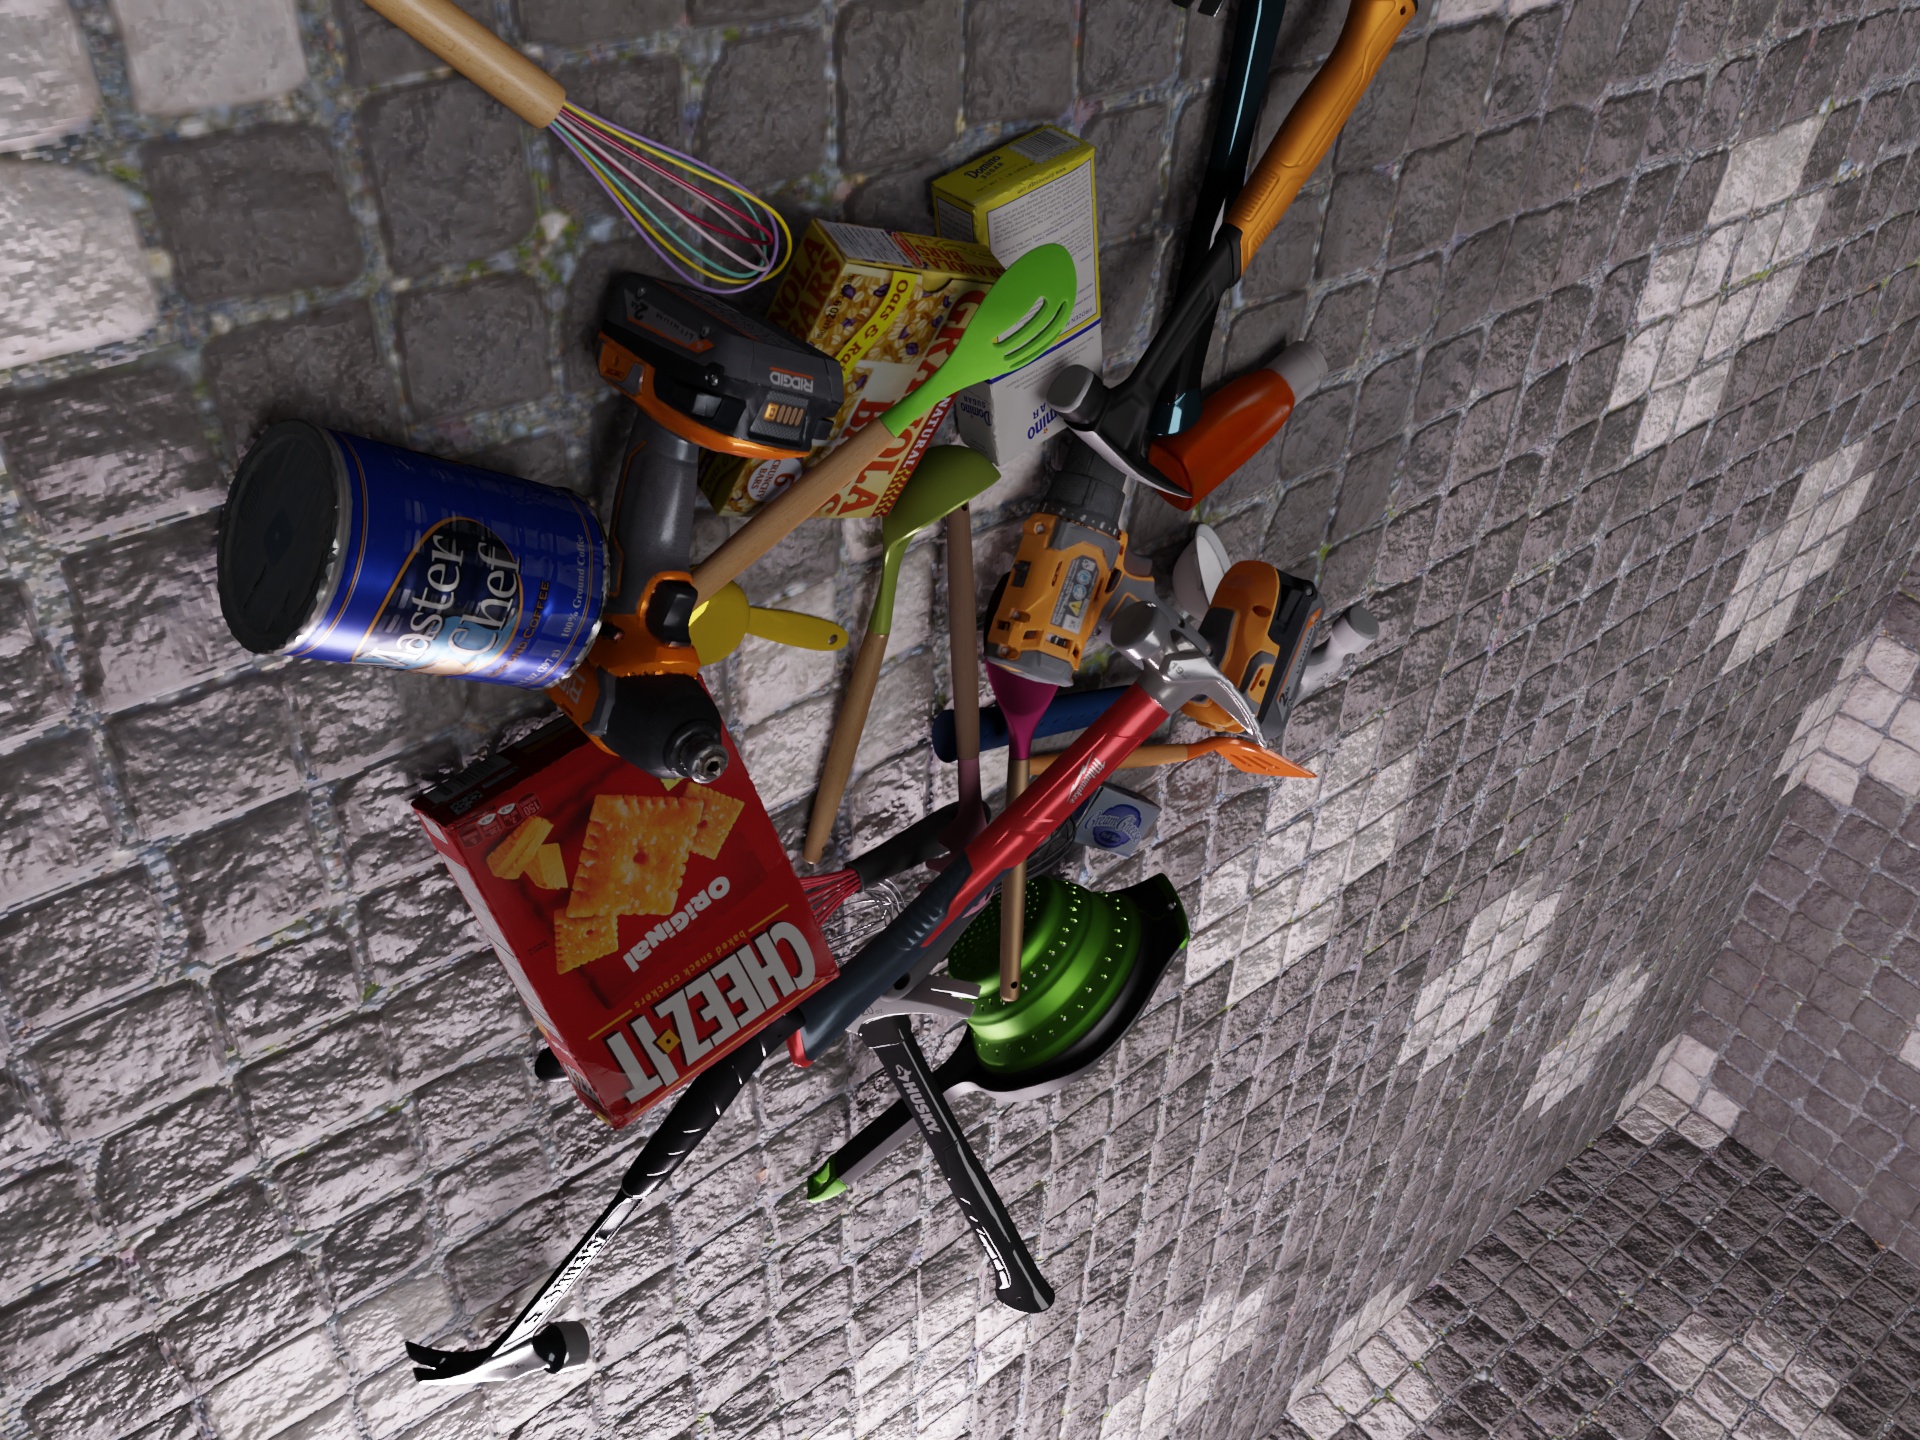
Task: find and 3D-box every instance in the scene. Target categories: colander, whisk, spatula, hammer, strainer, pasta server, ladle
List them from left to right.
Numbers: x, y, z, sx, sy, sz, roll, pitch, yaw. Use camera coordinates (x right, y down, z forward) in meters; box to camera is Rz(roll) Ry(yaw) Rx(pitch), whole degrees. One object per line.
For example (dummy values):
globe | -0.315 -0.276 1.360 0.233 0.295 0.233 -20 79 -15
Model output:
whisk | -0.164 -0.264 0.710 0.244 0.047 0.051 26 73 -49
hammer | -0.230 0.324 1.079 0.149 0.036 0.409 12 123 -48
whisk | -0.156 0.179 1.087 0.284 0.070 0.070 -22 135 -26
whisk | -0.088 0.114 1.075 0.296 0.073 0.073 -25 136 -37
ladle | -0.048 -0.031 1.021 0.078 0.062 0.320 -48 160 -59
pasta server | -0.002 -0.003 1.064 0.060 0.040 0.316 -24 120 -44
colander | -0.002 0.241 1.264 0.397 0.205 0.094 -41 111 12
hammer | -0.001 0.327 1.207 0.334 0.146 0.035 65 25 -23
whisk | 0.013 0.131 1.183 0.239 0.055 0.055 -42 146 -39
hammer | 0.031 0.099 1.063 0.386 0.038 0.143 -45 123 8
hammer | 0.149 -0.015 1.234 0.405 0.035 0.144 -11 153 -36
spatula | 0.167 0.037 1.312 0.322 0.081 0.041 -3 95 -40
hammer | 0.167 -0.337 1.007 0.128 0.033 0.330 -20 134 -36
strainer | 0.225 -0.102 1.263 0.258 0.050 0.087 5 73 -54
hammer | 0.182 -0.302 0.980 0.127 0.034 0.337 31 92 -44

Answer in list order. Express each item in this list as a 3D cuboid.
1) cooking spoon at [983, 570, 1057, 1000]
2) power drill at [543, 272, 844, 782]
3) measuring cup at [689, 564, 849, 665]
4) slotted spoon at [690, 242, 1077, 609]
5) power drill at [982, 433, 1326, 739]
cooking spoon | 0.040 0.050 1.119 0.068 0.017 0.318 -7 108 -29
power drill | -0.139 -0.087 0.786 0.084 0.164 0.226 3 116 -46
measuring cup | -0.115 -0.053 0.949 0.156 0.029 0.062 9 114 -49
slotted spoon | -0.058 -0.140 0.853 0.314 0.031 0.070 -38 156 9
power drill | 0.139 -0.095 1.087 0.226 0.084 0.185 18 91 -27
